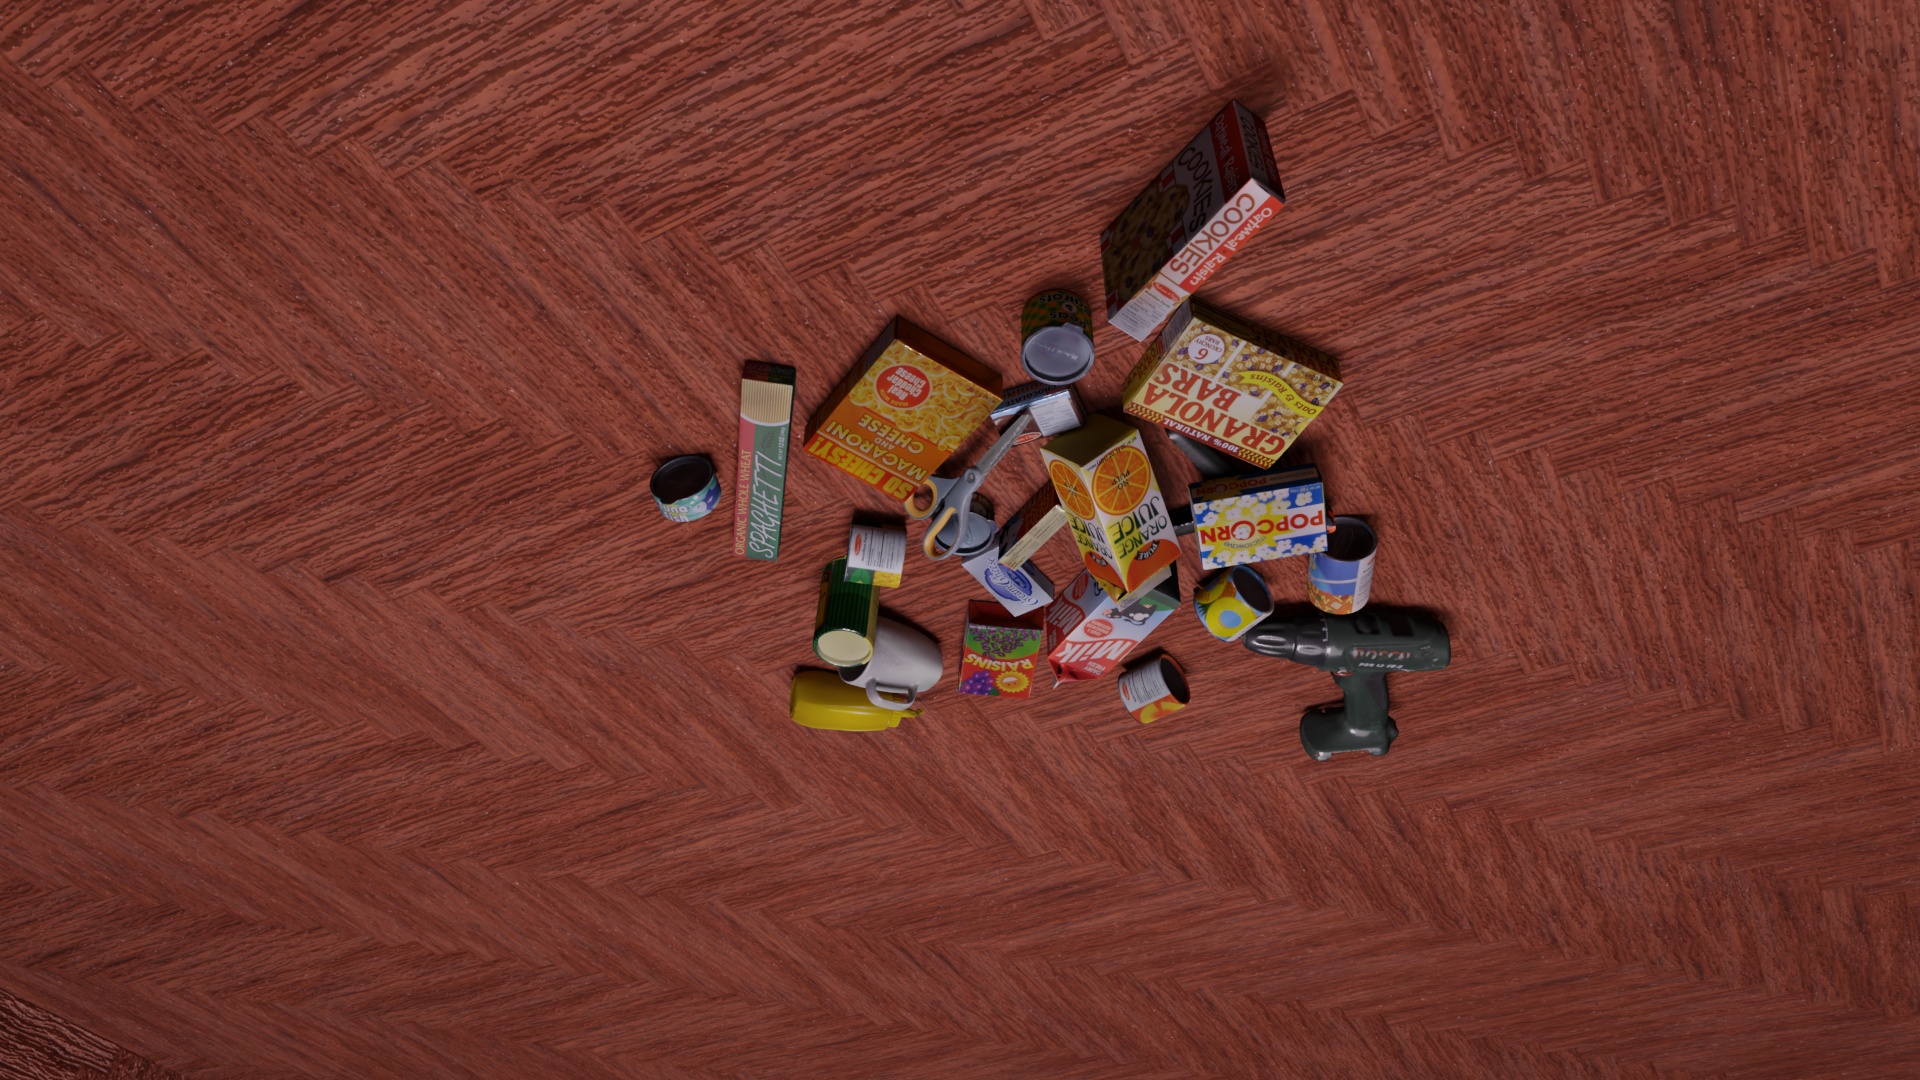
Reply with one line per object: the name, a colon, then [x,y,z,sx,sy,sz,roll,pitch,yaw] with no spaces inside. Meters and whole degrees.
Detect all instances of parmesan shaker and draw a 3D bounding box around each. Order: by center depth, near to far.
parmesan shaker: [-0.122,0.075,1.491,0.071,0.103,0.071,1,135,2]

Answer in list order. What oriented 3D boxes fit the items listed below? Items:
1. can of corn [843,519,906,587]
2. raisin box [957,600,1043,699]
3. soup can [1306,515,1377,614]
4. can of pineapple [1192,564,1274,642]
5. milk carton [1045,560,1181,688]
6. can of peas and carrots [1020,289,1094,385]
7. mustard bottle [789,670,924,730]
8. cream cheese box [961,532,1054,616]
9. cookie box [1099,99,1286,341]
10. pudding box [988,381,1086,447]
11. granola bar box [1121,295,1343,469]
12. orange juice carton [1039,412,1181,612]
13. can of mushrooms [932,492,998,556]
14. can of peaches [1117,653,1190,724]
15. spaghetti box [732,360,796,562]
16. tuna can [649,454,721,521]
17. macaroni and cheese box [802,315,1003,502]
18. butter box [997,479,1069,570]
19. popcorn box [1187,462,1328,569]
can of corn: [-0.090,0.014,1.458,0.058,0.071,0.070,8,135,-6]
raisin box: [0.044,0.125,1.580,0.086,0.040,0.122,5,134,-3]
soup can: [0.394,0.025,1.447,0.071,0.072,0.083,-3,135,5]
can of pineapple: [0.292,0.066,1.491,0.071,0.071,0.057,29,129,-24]
milk carton: [0.152,0.084,1.510,0.073,0.073,0.189,24,131,-20]
can of peas and carrots: [0.088,-0.186,1.253,0.071,0.059,0.070,1,134,1]
mustard bottle: [-0.121,0.196,1.642,0.160,0.065,0.048,11,130,-14]
cream cheese box: [0.052,0.038,1.503,0.053,0.024,0.103,-26,128,27]
cookie box: [0.185,-0.259,1.129,0.040,0.123,0.166,28,129,-25]
pudding box: [0.074,-0.125,1.335,0.083,0.030,0.049,-16,133,18]
granola bar box: [0.253,-0.144,1.301,0.165,0.039,0.123,20,133,-17]
orange juice carton: [0.154,-0.022,1.361,0.072,0.073,0.192,-34,121,-17]
can of mushrooms: [0.005,-0.018,1.442,0.071,0.034,0.070,2,134,2]
can of peaches: [0.225,0.171,1.600,0.058,0.071,0.071,-31,126,28]
spaghetti box: [-0.199,-0.073,1.400,0.050,0.029,0.248,8,135,-4]
tuna can: [-0.276,-0.051,1.395,0.071,0.071,0.032,-5,136,8]
macaroni and cheese box: [-0.057,-0.122,1.336,0.123,0.040,0.165,28,129,-23]
butter box: [0.078,-0.019,1.425,0.024,0.053,0.103,29,129,-20]
popcorn box: [0.294,-0.023,1.367,0.127,0.038,0.084,-9,126,8]
